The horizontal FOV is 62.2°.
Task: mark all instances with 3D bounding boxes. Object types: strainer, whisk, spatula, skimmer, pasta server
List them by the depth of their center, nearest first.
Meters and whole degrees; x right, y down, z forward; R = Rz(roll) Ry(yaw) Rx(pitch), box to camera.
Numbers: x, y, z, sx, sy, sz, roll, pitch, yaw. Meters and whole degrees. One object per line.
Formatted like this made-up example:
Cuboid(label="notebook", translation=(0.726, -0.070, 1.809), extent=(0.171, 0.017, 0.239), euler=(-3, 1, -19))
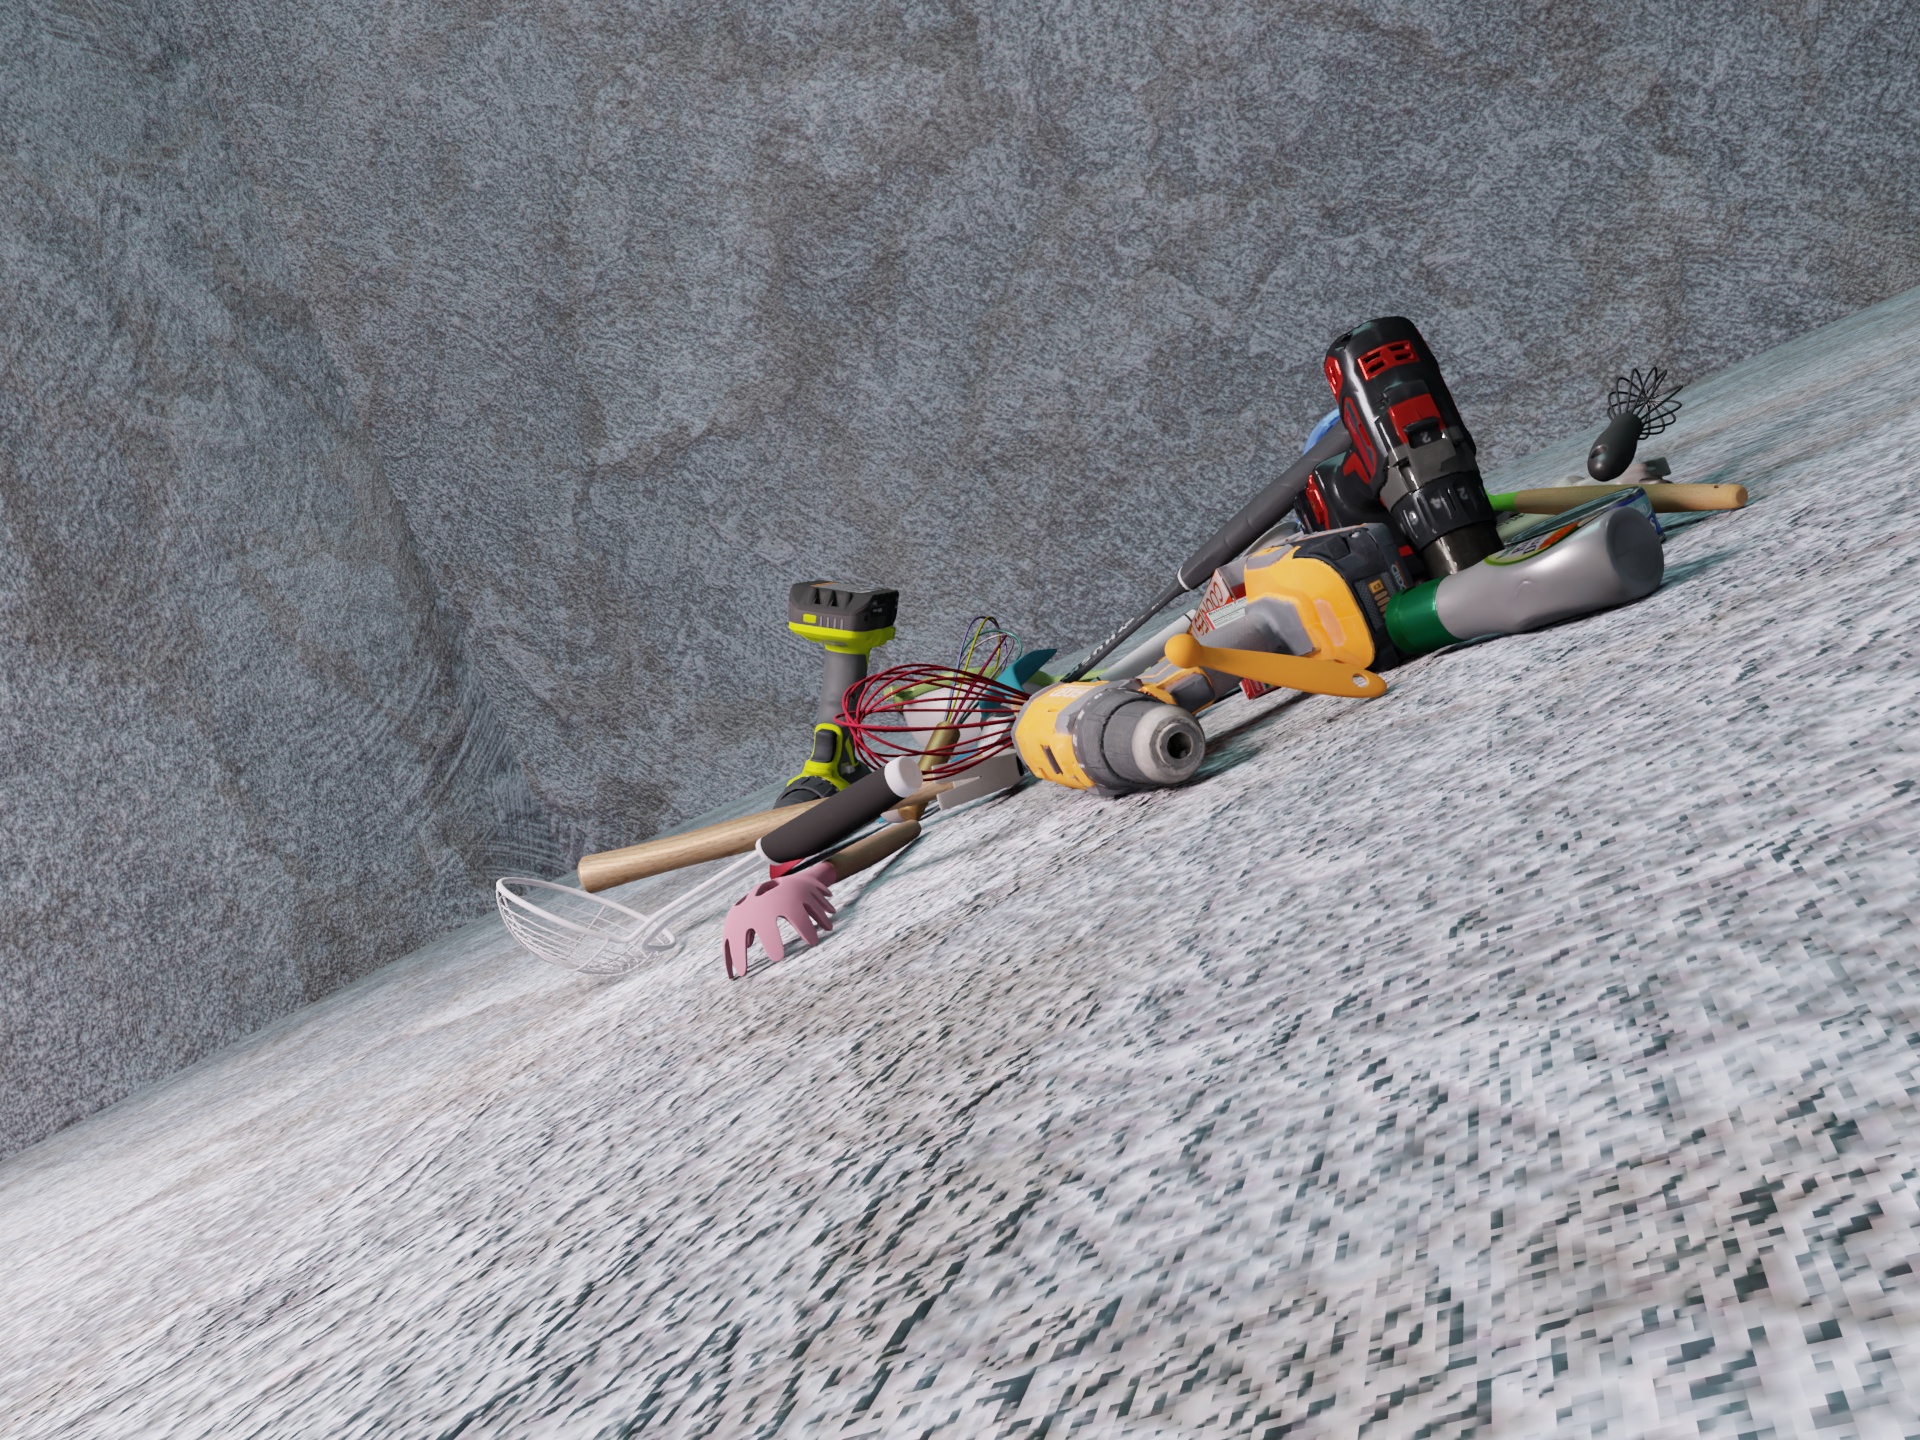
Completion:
Cuboid(label="pasta server", translation=(-0.071, 0.097, 0.974), extent=(0.060, 0.040, 0.316), euler=(-24, -1, 15))
Cuboid(label="whisk", translation=(0.046, -0.003, 1.008), extent=(0.295, 0.073, 0.073), euler=(-4, -11, -39))
Cuboid(label="skimmer", translation=(-0.162, 0.079, 1.013), extent=(0.363, 0.090, 0.127), euler=(-31, -36, 34))
Cuboid(label="whisk", translation=(0.480, -0.210, 1.139), extent=(0.055, 0.055, 0.239), euler=(-22, 10, 36))
Cuboid(label="spatula", translation=(0.057, 0.000, 1.151), extent=(0.082, 0.044, 0.318), euler=(-42, 17, 5))
Cuboid(label="strainer", translation=(0.203, -0.085, 1.320), extent=(0.258, 0.050, 0.086), euler=(-35, -28, 0))
Cuboid(label="whisk", translation=(-0.001, -0.003, 1.323), extent=(0.047, 0.051, 0.245), euler=(111, -176, -46))
Cuboid(label="strainer", translation=(0.066, -0.005, 1.459), extent=(0.256, 0.069, 0.151), euler=(-9, -14, 13))

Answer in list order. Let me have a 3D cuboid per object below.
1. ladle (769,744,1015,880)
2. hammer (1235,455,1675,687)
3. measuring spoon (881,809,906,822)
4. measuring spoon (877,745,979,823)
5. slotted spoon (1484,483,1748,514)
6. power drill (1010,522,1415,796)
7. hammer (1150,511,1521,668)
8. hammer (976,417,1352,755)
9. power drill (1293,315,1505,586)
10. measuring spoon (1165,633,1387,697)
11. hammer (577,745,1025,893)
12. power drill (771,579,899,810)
Cuboid(label="ladle", translation=(-0.023, 0.057, 1.340), extent=(0.315, 0.031, 0.069), euler=(-23, 1, -21))
Cuboid(label="hammer", translation=(0.307, -0.088, 1.137), extent=(0.410, 0.038, 0.146), euler=(-25, 4, -5))
Cuboid(label="measuring spoon", translation=(-0.014, 0.062, 1.302), extent=(0.124, 0.018, 0.034), euler=(-18, 13, -35))
Cuboid(label="measuring spoon", translation=(-0.021, 0.061, 1.388), extent=(0.128, 0.021, 0.042), euler=(-36, 9, -30))
Cuboid(label="slotted spoon", translation=(0.388, -0.144, 1.051), extent=(0.070, 0.031, 0.314), euler=(-30, 16, -16))
Cuboid(label="power drill", translation=(0.151, -0.029, 0.894), extent=(0.226, 0.084, 0.185), euler=(-29, 9, -13))
Cuboid(label="hammer", translation=(0.319, -0.103, 1.348), extent=(0.337, 0.034, 0.127), euler=(-24, 1, -1))
Cuboid(label="hammer", translation=(0.166, -0.101, 1.260), extent=(0.409, 0.036, 0.149), euler=(-41, 11, 14))
Cuboid(label="power drill", translation=(0.277, -0.122, 0.985), extent=(0.080, 0.188, 0.226), euler=(-20, -16, 3))
Cuboid(label="measuring spoon", translation=(0.162, -0.029, 0.809), extent=(0.117, 0.021, 0.011), euler=(10, -34, -4))
Cuboid(label="hammer", translation=(-0.115, 0.072, 1.153), extent=(0.331, 0.031, 0.130), euler=(-15, 0, 2))
Cuboid(label="power drill", translation=(-0.116, -0.004, 1.404), extent=(0.080, 0.228, 0.190), euler=(8, 9, 10))
